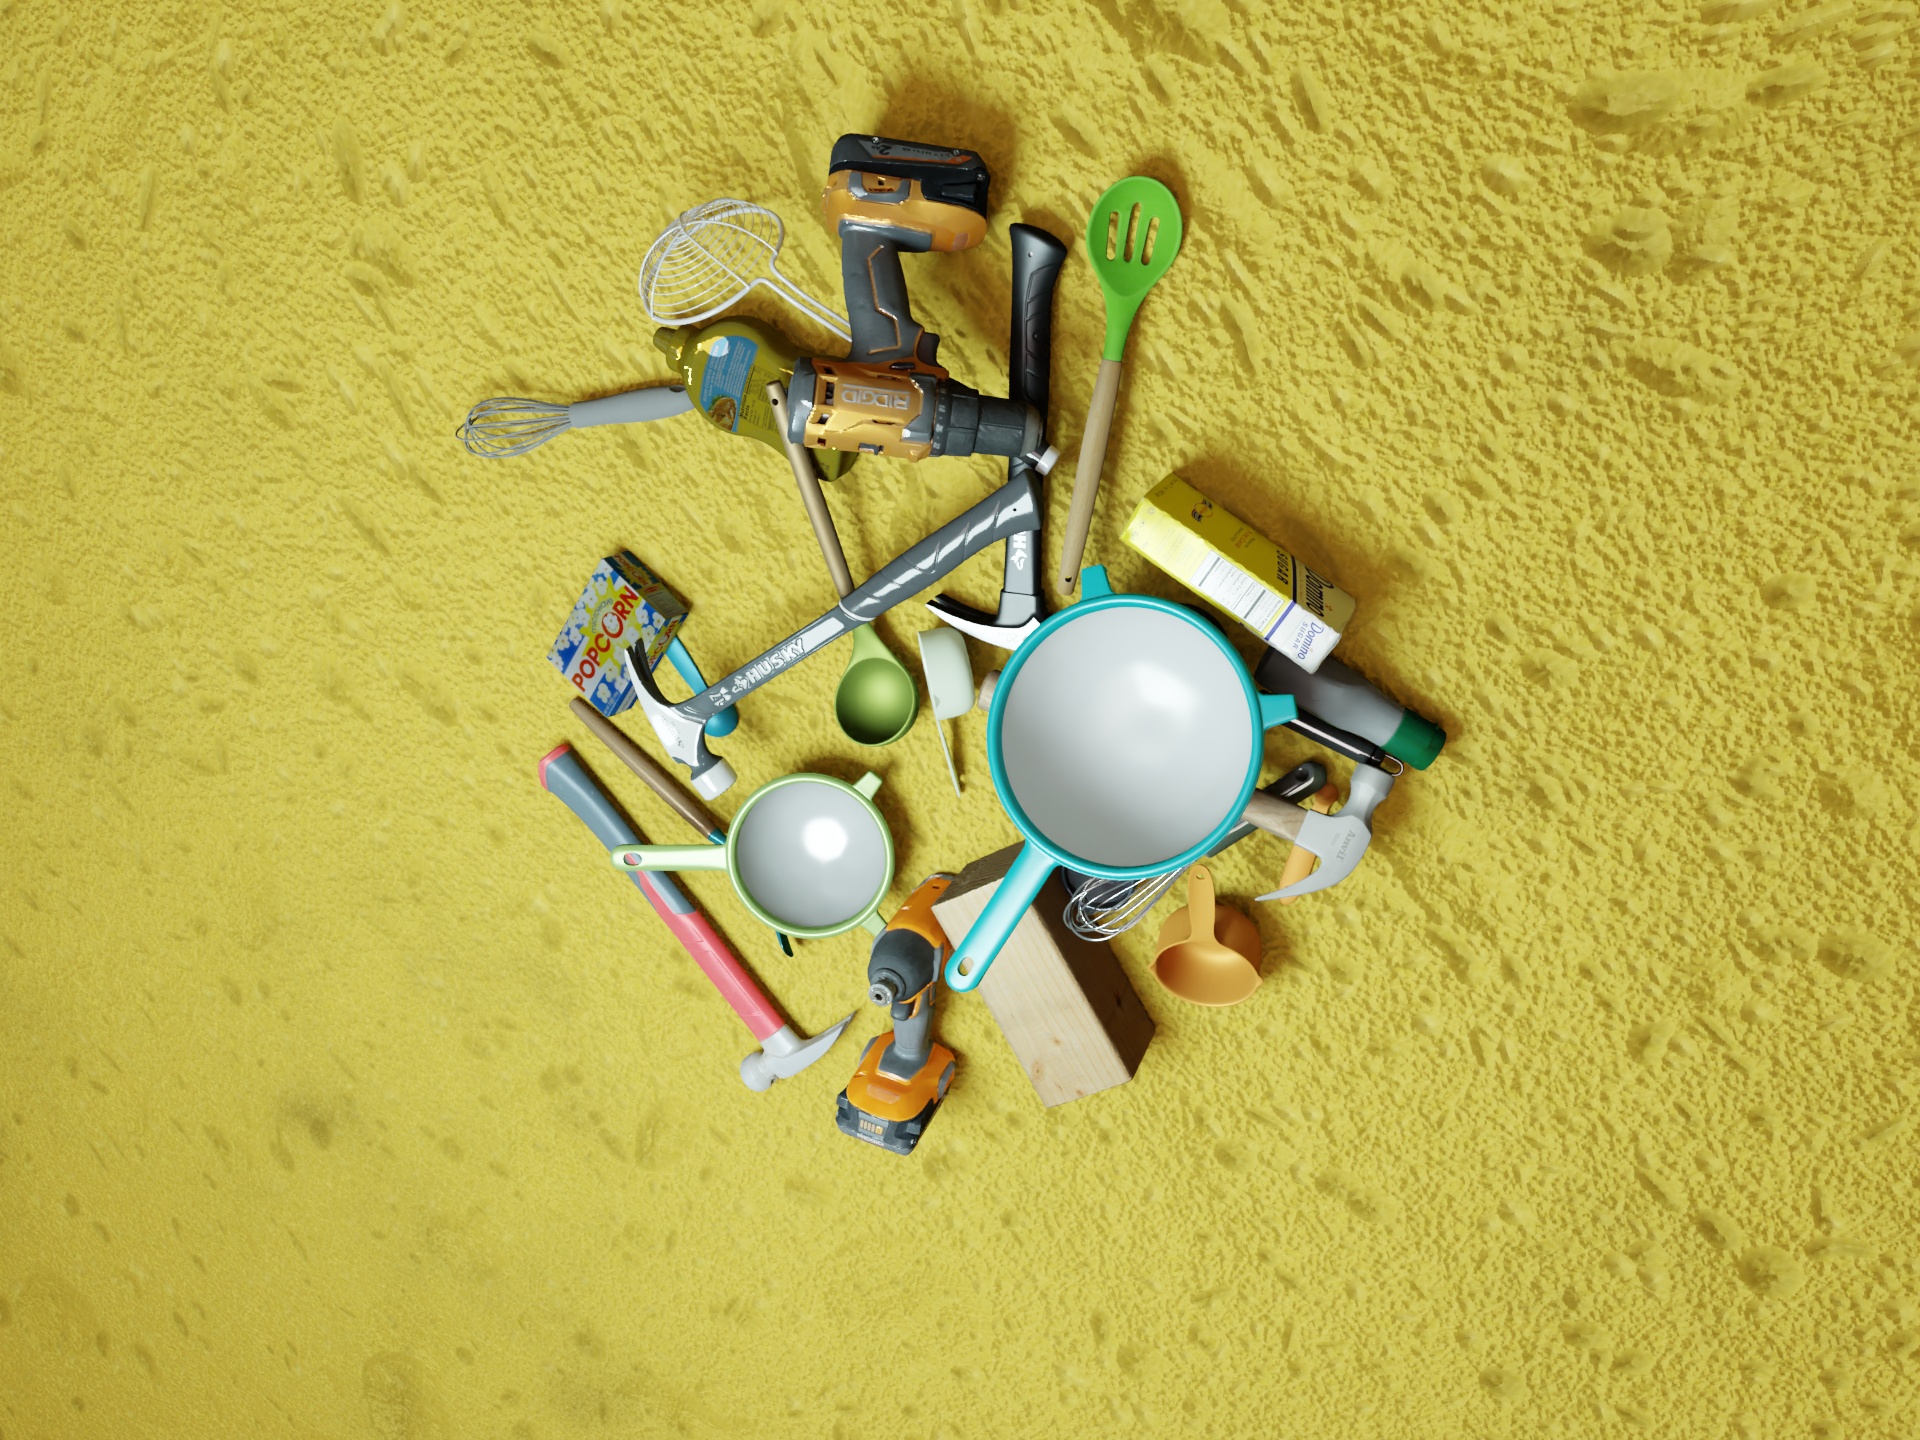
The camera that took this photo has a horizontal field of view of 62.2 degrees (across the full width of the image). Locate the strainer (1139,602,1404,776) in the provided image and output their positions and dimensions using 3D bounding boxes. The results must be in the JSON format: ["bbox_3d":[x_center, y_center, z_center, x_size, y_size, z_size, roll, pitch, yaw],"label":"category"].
[{"bbox_3d":[0.230,-0.019,1.250,0.258,0.050,0.087,27,103,7],"label":"strainer"}]

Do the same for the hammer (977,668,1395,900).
[{"bbox_3d":[0.163,0.040,1.263,0.331,0.031,0.130,24,89,17],"label":"hammer"}]

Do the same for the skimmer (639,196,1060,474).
[{"bbox_3d":[-0.085,-0.287,1.238,0.363,0.127,0.090,33,162,1],"label":"skimmer"}]

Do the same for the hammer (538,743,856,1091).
[{"bbox_3d":[-0.262,0.175,1.518,0.143,0.038,0.386,-36,93,31],"label":"hammer"}]

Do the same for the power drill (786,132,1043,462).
[{"bbox_3d":[-0.025,-0.299,1.162,0.185,0.084,0.226,6,81,-6],"label":"power drill"}]

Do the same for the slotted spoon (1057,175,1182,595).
[{"bbox_3d":[0.107,-0.246,1.198,0.070,0.031,0.313,9,107,-2],"label":"slotted spoon"}]

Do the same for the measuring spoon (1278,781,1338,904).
[{"bbox_3d":[0.280,0.102,1.290,0.021,0.011,0.116,21,116,13],"label":"measuring spoon"}]

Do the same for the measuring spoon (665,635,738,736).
[{"bbox_3d":[-0.249,-0.038,1.442,0.042,0.021,0.128,-31,96,29],"label":"measuring spoon"}]

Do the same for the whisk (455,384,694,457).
[{"bbox_3d":[-0.333,-0.264,1.378,0.239,0.055,0.055,-4,108,19],"label":"whisk"}]

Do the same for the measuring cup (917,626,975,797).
[{"bbox_3d":[-0.002,-0.004,1.343,0.038,0.083,0.167,-14,125,-1],"label":"measuring cup"}]

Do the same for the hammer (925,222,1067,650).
[{"bbox_3d":[0.047,-0.216,1.249,0.146,0.035,0.334,8,112,18],"label":"hammer"}]

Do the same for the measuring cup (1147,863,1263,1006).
[{"bbox_3d":[0.201,0.160,1.292,0.095,0.052,0.173,4,133,16],"label":"measuring cup"}]

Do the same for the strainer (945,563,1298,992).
[{"bbox_3d":[0.099,0.066,1.218,0.211,0.095,0.340,37,102,19],"label":"strainer"}]

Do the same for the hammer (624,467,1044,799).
[{"bbox_3d":[-0.101,-0.085,1.282,0.409,0.036,0.149,-31,102,25],"label":"hammer"}]

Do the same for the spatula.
[{"bbox_3d":[-0.257,0.095,1.482,0.317,0.082,0.044,42,83,7],"label":"spatula"}]

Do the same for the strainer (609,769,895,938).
[{"bbox_3d":[-0.182,0.115,1.427,0.256,0.069,0.151,-1,101,7],"label":"strainer"}]

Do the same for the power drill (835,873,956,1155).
[{"bbox_3d":[-0.051,0.267,1.401,0.084,0.164,0.226,17,117,15],"label":"power drill"}]

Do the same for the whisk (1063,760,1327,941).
[{"bbox_3d":[0.188,0.104,1.286,0.246,0.058,0.059,-34,135,13],"label":"whisk"}]

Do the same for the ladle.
[{"bbox_3d":[-0.105,-0.122,1.301,0.078,0.062,0.320,-6,119,24],"label":"ladle"}]
